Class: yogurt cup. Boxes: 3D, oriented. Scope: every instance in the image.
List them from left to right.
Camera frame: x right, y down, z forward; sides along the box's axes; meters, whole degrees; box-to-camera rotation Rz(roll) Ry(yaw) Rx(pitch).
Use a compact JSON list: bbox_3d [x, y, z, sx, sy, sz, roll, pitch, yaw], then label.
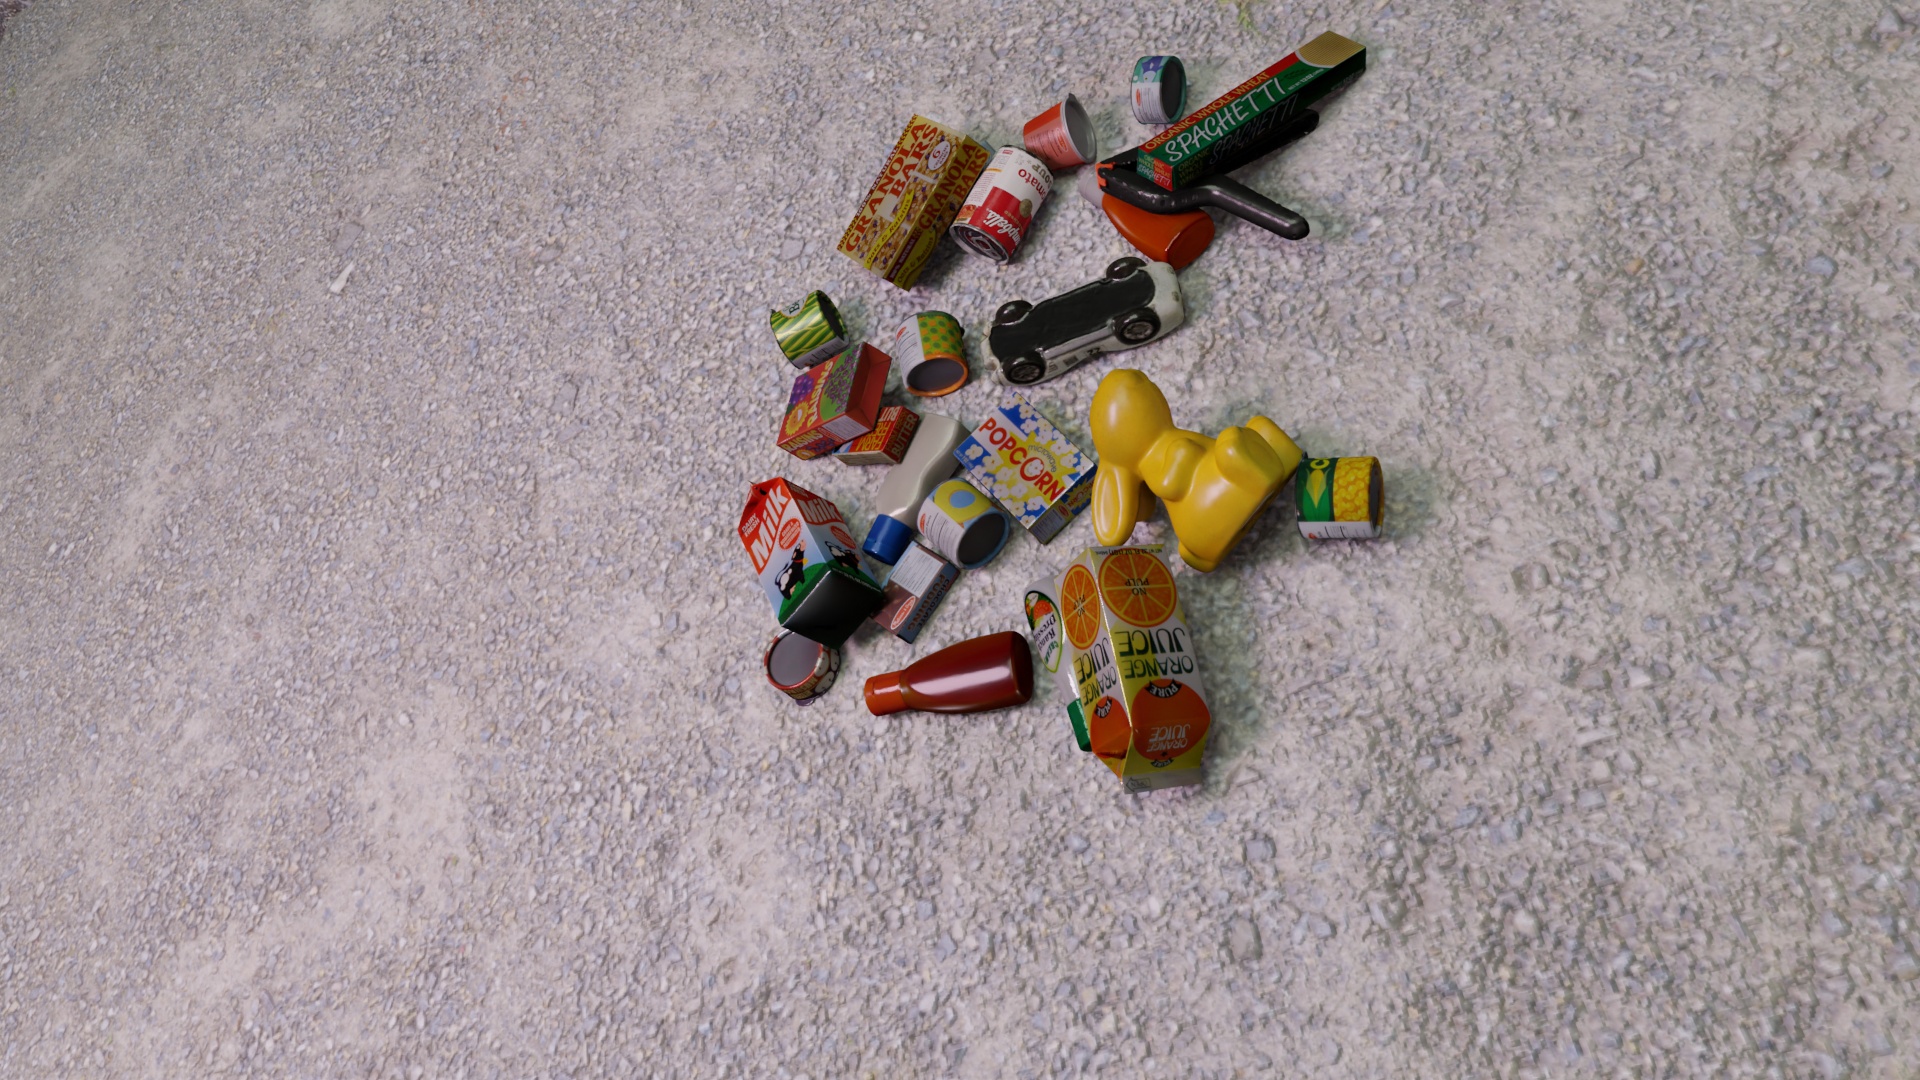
[{"bbox_3d":[0.100,-0.410,1.417,0.054,0.072,0.072,-15,59,31],"label":"yogurt cup"}]

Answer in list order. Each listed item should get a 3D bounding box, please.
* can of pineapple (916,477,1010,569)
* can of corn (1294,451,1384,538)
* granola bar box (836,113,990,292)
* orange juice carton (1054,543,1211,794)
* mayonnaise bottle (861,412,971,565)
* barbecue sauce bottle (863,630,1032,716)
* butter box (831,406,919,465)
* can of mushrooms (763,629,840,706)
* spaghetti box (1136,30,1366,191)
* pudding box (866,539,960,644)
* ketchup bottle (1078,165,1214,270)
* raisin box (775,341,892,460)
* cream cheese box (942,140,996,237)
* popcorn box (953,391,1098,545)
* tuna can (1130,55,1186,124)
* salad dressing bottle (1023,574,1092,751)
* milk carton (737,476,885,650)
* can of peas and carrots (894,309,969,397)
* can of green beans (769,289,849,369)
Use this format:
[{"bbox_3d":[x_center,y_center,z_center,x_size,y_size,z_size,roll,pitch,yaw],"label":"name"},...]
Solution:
[{"bbox_3d":[0.005,-0.016,1.262,0.071,0.071,0.058,-48,54,-1],"label":"can of pineapple"},{"bbox_3d":[0.304,-0.037,1.111,0.058,0.071,0.071,0,66,27],"label":"can of corn"},{"bbox_3d":[-0.051,-0.351,1.442,0.165,0.039,0.124,-58,37,8],"label":"granola bar box"},{"bbox_3d":[0.138,0.103,1.099,0.072,0.072,0.193,-2,66,-22],"label":"orange juice carton"},{"bbox_3d":[-0.046,-0.049,1.322,0.065,0.041,0.148,16,75,41],"label":"mayonnaise bottle"},{"bbox_3d":[-0.012,0.123,1.213,0.148,0.043,0.065,-14,60,22],"label":"barbecue sauce bottle"},{"bbox_3d":[-0.083,-0.101,1.354,0.103,0.024,0.053,2,64,57],"label":"butter box"},{"bbox_3d":[-0.149,0.116,1.295,0.071,0.033,0.071,-12,60,22],"label":"can of mushrooms"},{"bbox_3d":[0.272,-0.401,1.290,0.251,0.028,0.050,-34,51,-17],"label":"spaghetti box"},{"bbox_3d":[-0.046,0.047,1.278,0.050,0.030,0.084,31,82,35],"label":"pudding box"},{"bbox_3d":[0.174,-0.318,1.341,0.065,0.043,0.149,-40,53,-7],"label":"ketchup bottle"},{"bbox_3d":[-0.126,-0.137,1.383,0.123,0.040,0.086,-18,52,47],"label":"raisin box"},{"bbox_3d":[0.003,-0.373,1.473,0.104,0.024,0.053,-39,54,5],"label":"cream cheese box"},{"bbox_3d":[0.063,-0.068,1.274,0.085,0.038,0.127,-44,53,1],"label":"popcorn box"},{"bbox_3d":[0.199,-0.450,1.384,0.033,0.071,0.071,10,71,31],"label":"tuna can"},{"bbox_3d":[0.095,0.102,1.161,0.064,0.044,0.148,-55,45,50],"label":"salad dressing bottle"},{"bbox_3d":[-0.149,0.008,1.310,0.073,0.072,0.191,-48,42,15],"label":"milk carton"},{"bbox_3d":[-0.026,-0.183,1.366,0.071,0.071,0.059,-22,58,17],"label":"can of peas and carrots"},{"bbox_3d":[-0.158,-0.221,1.454,0.058,0.071,0.071,-26,56,14],"label":"can of green beans"}]
